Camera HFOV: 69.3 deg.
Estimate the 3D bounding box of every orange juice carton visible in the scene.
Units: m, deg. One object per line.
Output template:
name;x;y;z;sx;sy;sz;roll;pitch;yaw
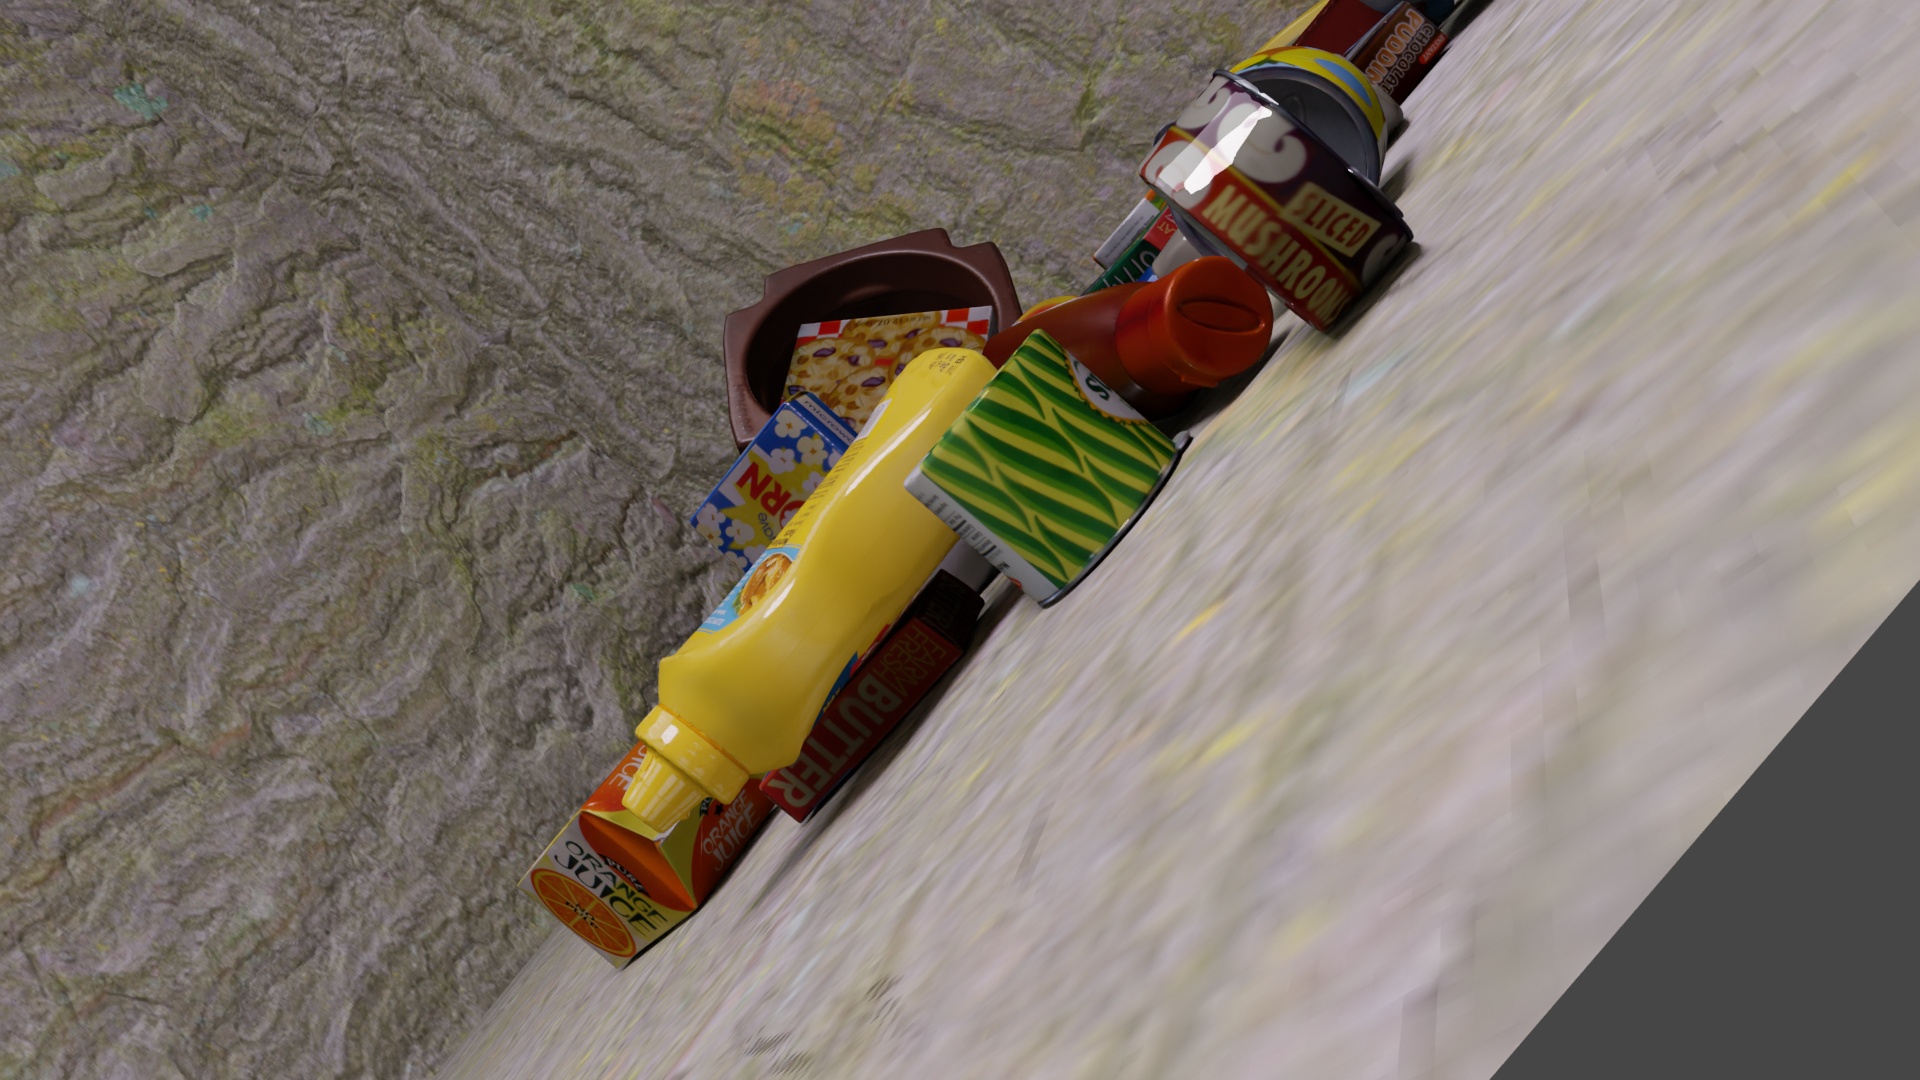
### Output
orange juice carton;-0.154;0.147;0.697;0.072;0.073;0.191;-52;5;-38

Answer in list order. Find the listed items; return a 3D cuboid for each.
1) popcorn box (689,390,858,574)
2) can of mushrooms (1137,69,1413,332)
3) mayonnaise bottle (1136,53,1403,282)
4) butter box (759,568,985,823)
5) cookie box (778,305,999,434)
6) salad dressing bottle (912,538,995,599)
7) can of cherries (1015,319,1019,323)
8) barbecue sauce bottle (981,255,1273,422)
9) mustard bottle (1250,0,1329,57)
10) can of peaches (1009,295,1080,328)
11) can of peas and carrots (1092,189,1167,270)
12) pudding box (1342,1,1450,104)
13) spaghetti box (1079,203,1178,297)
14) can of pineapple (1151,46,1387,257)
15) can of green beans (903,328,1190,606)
popcorn box;-0.061;-0.002;0.696;0.085;0.127;0.038;-48;1;19
can of mushrooms;0.080;-0.085;0.354;0.033;0.071;0.071;-49;4;13
mayonnaise bottle;0.117;-0.130;0.577;0.147;0.041;0.065;-49;2;22
butter box;-0.034;0.060;0.542;0.103;0.024;0.053;-48;4;22
cookie box;-0.044;-0.062;0.809;0.040;0.123;0.168;73;-161;-48
salad dressing bottle;0.002;-0.008;0.611;0.147;0.044;0.064;-40;41;36
can of cherries;0.036;-0.070;0.711;0.058;0.071;0.071;-50;3;-3
barbecue sauce bottle;0.055;-0.062;0.477;0.148;0.065;0.043;172;106;-73
mustard bottle;0.214;-0.283;0.816;0.159;0.065;0.049;-43;2;30
can of peaches;0.045;-0.075;0.635;0.071;0.071;0.058;-47;3;32
can of peas and carrots;0.116;-0.162;0.766;0.071;0.059;0.071;-49;4;5
pudding box;0.188;-0.213;0.647;0.049;0.030;0.084;-50;3;2
spaghetti box;0.084;-0.116;0.734;0.029;0.050;0.249;-52;4;-12
can of pineapple;0.103;-0.126;0.455;0.070;0.071;0.058;-47;3;31
can of green beans;0.025;-0.023;0.430;0.071;0.058;0.071;-49;4;4
